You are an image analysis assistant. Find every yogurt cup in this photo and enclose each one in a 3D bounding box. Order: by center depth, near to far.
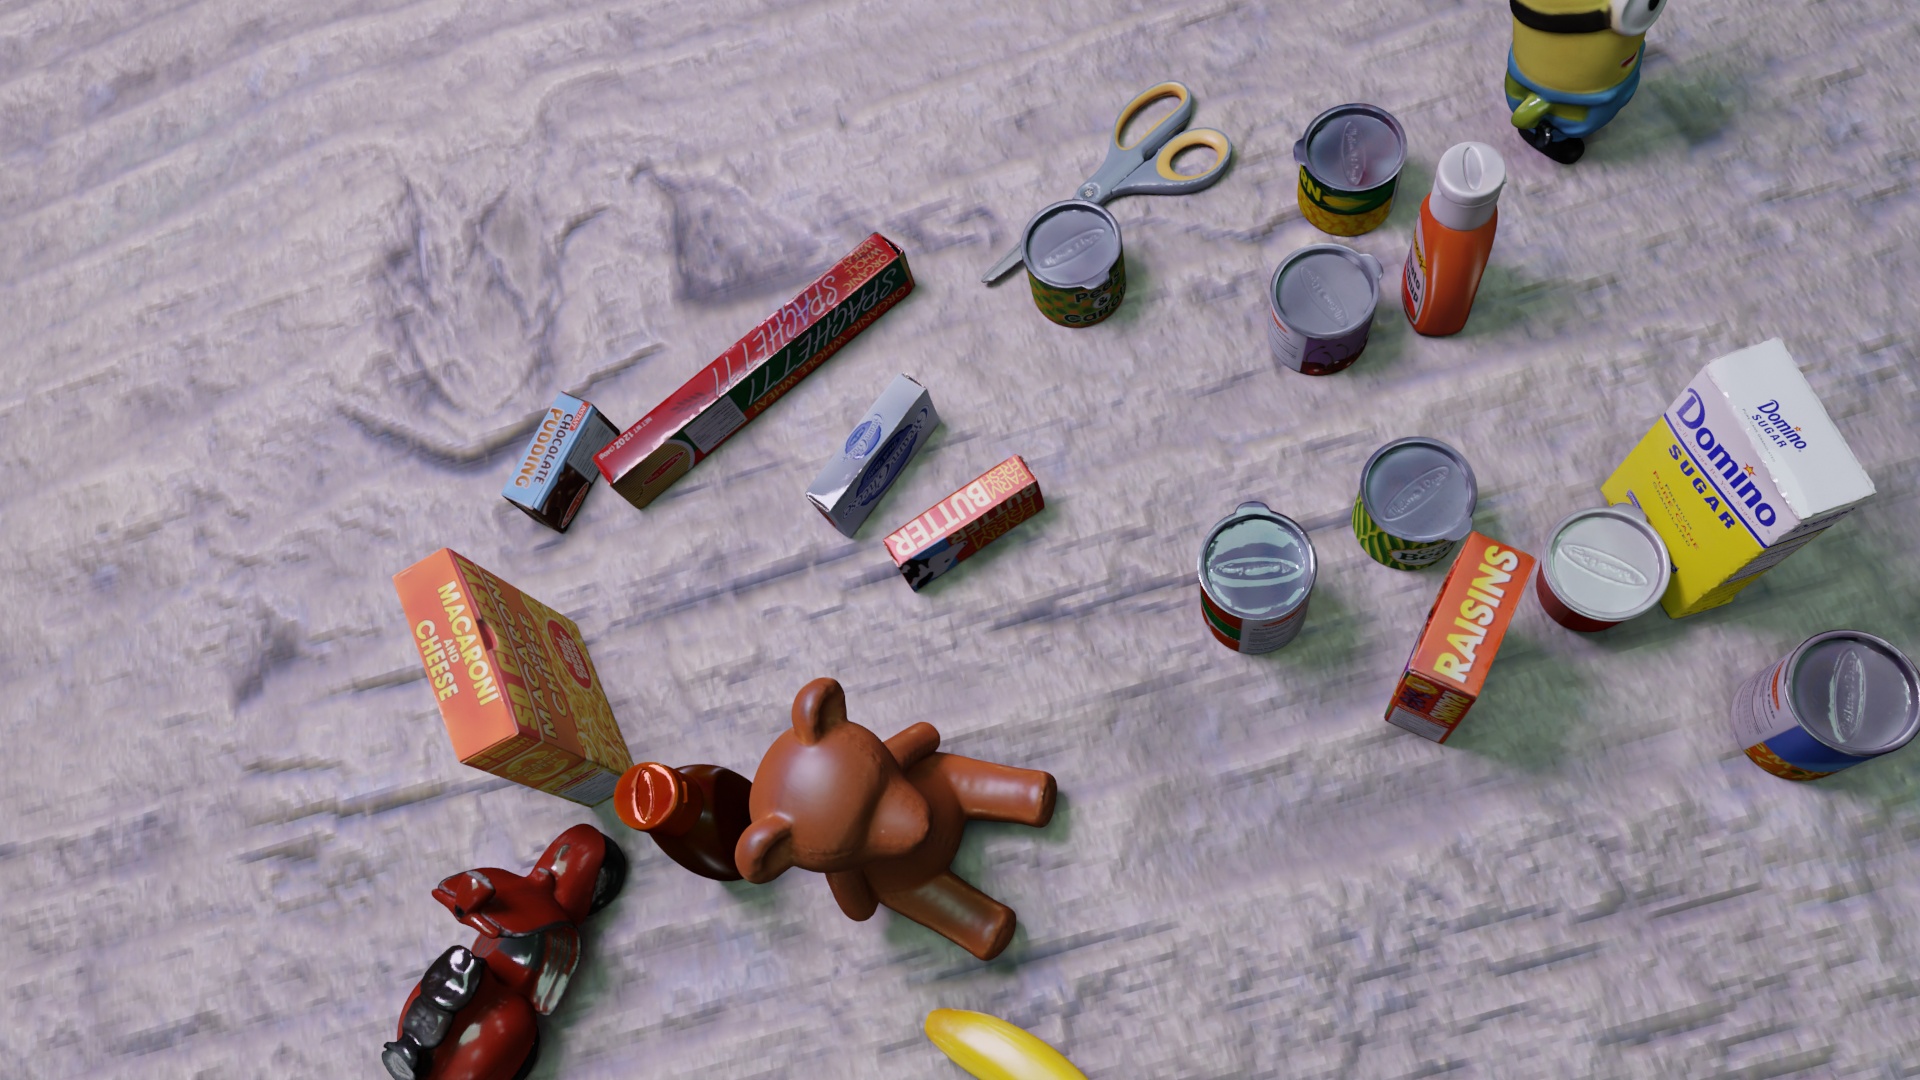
[{"bbox_3d":[0.367,0.020,0.804,0.072,0.053,0.072,-3,70,9],"label":"yogurt cup"}]

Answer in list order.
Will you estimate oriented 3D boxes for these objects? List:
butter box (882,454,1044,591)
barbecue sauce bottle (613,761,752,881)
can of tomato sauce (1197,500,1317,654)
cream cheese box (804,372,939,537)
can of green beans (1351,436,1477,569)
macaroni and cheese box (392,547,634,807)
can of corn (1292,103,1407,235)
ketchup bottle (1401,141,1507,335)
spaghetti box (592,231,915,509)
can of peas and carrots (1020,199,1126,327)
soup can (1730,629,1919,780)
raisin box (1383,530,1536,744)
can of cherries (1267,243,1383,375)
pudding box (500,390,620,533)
[{"bbox_3d":[0.003,-0.011,0.881,0.103,0.053,0.024,-33,69,-2],"label":"butter box"},{"bbox_3d":[-0.152,0.157,0.797,0.044,0.148,0.065,-10,70,7],"label":"barbecue sauce bottle"},{"bbox_3d":[0.174,0.024,0.822,0.071,0.083,0.071,-3,70,9],"label":"can of tomato sauce"},{"bbox_3d":[-0.056,-0.055,0.907,0.024,0.053,0.104,33,79,19],"label":"cream cheese box"},{"bbox_3d":[0.271,-0.021,0.834,0.071,0.057,0.071,-3,70,9],"label":"can of green beans"},{"bbox_3d":[-0.261,0.086,0.833,0.040,0.166,0.124,-29,69,0],"label":"macaroni and cheese box"},{"bbox_3d":[0.254,-0.243,0.916,0.071,0.058,0.071,-3,70,9],"label":"can of corn"},{"bbox_3d":[0.297,-0.183,0.839,0.043,0.148,0.065,-3,71,9],"label":"ketchup bottle"},{"bbox_3d":[-0.137,-0.116,0.945,0.250,0.050,0.029,-40,69,-5],"label":"spaghetti box"},{"bbox_3d":[0.078,-0.182,0.926,0.071,0.058,0.071,-3,70,9],"label":"can of peas and carrots"},{"bbox_3d":[0.466,0.091,0.746,0.071,0.083,0.071,-3,70,9],"label":"soup can"},{"bbox_3d":[0.274,0.057,0.771,0.040,0.123,0.086,25,77,17],"label":"raisin box"},{"bbox_3d":[0.233,-0.147,0.886,0.071,0.058,0.071,-3,70,9],"label":"can of cherries"},{"bbox_3d":[-0.272,-0.053,0.947,0.030,0.049,0.084,21,76,16],"label":"pudding box"}]
